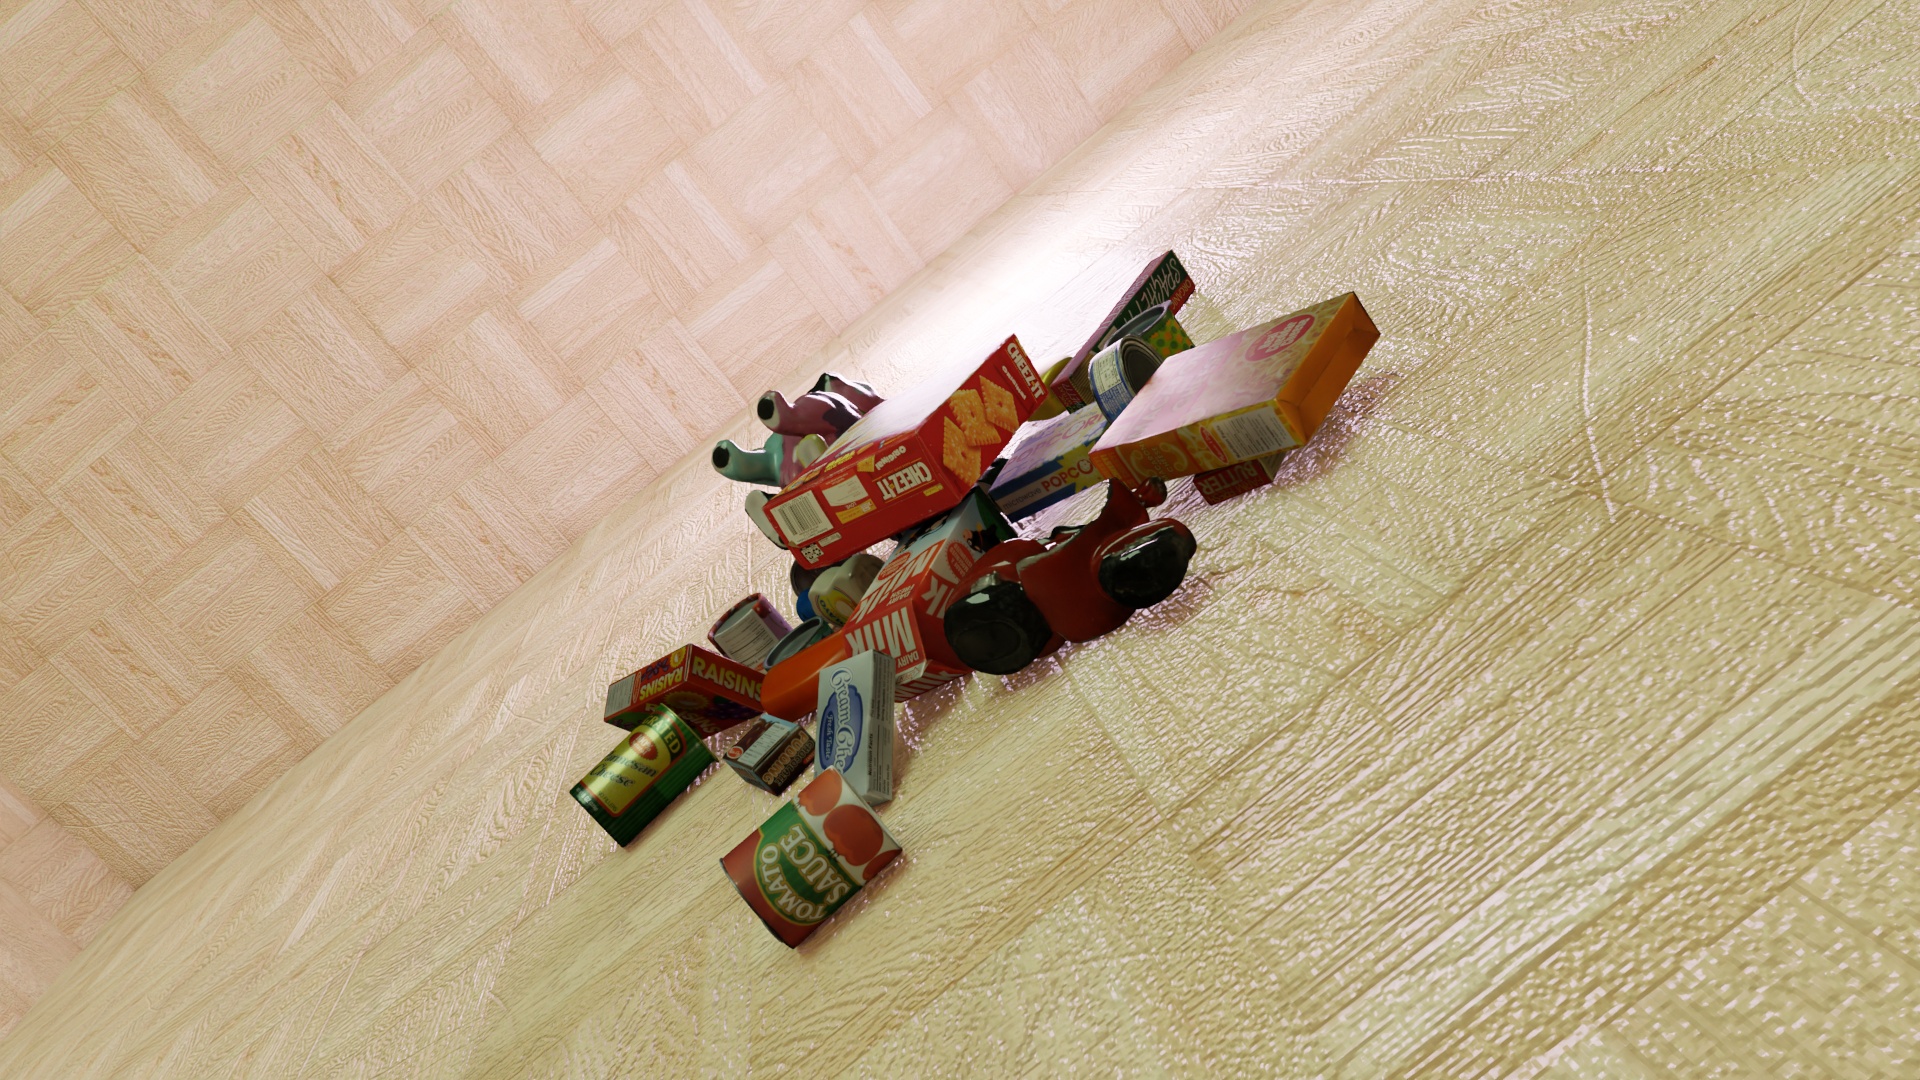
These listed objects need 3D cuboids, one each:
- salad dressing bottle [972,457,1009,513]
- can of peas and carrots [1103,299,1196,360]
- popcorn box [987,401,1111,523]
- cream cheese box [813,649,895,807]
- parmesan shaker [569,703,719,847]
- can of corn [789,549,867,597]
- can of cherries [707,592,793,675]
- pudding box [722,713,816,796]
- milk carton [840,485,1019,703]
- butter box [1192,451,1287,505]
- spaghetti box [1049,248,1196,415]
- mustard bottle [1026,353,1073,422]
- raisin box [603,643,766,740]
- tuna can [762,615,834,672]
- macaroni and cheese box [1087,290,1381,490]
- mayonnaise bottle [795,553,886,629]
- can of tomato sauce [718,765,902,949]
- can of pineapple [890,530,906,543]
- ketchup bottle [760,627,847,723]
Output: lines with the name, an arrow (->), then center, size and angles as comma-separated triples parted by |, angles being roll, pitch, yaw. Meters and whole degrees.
salad dressing bottle -> 0.004, -0.015, 1.173 | 0.064, 0.044, 0.148 | -4, 35, 39
can of peas and carrots -> 0.169, -0.162, 1.196 | 0.071, 0.058, 0.071 | -35, 16, 12
popcorn box -> 0.091, -0.071, 1.150 | 0.126, 0.038, 0.085 | -26, 20, 38
cream cheese box -> -0.069, 0.126, 0.905 | 0.053, 0.024, 0.104 | -26, 50, 34
parmesan shaker -> -0.260, 0.195, 1.144 | 0.103, 0.071, 0.071 | -45, 17, -18
can of corn -> -0.121, 0.023, 1.304 | 0.071, 0.071, 0.058 | -34, 16, 15
can of cherries -> -0.193, 0.090, 1.293 | 0.071, 0.058, 0.072 | -35, 17, 12
pudding box -> -0.142, 0.160, 1.042 | 0.050, 0.030, 0.083 | -46, 17, -20
milk carton -> -0.021, 0.048, 1.003 | 0.072, 0.073, 0.191 | -27, 20, 35
butter box -> 0.198, -0.068, 0.935 | 0.053, 0.024, 0.104 | -22, 23, 43
spaghetti box -> 0.160, -0.197, 1.327 | 0.028, 0.050, 0.251 | -21, 23, 45
mustard bottle -> 0.069, -0.149, 1.394 | 0.065, 0.048, 0.160 | -44, 16, -18
raisin box -> -0.238, 0.137, 1.207 | 0.123, 0.086, 0.040 | -26, 48, 38
tuna can -> -0.134, 0.099, 1.185 | 0.071, 0.032, 0.071 | -35, 16, 12
macaroni and cheese box -> 0.180, -0.095, 0.926 | 0.166, 0.040, 0.124 | -15, 28, 51
mayonnaise bottle -> -0.098, 0.050, 1.197 | 0.041, 0.064, 0.147 | -50, 15, -26
can of tomato sauce -> -0.084, 0.180, 0.793 | 0.083, 0.071, 0.071 | -40, 16, -8
can of pineapple -> -0.028, -0.029, 1.242 | 0.071, 0.071, 0.058 | -29, 17, 31
ketchup bottle -> -0.088, 0.092, 1.085 | 0.148, 0.043, 0.065 | -30, 19, 28
